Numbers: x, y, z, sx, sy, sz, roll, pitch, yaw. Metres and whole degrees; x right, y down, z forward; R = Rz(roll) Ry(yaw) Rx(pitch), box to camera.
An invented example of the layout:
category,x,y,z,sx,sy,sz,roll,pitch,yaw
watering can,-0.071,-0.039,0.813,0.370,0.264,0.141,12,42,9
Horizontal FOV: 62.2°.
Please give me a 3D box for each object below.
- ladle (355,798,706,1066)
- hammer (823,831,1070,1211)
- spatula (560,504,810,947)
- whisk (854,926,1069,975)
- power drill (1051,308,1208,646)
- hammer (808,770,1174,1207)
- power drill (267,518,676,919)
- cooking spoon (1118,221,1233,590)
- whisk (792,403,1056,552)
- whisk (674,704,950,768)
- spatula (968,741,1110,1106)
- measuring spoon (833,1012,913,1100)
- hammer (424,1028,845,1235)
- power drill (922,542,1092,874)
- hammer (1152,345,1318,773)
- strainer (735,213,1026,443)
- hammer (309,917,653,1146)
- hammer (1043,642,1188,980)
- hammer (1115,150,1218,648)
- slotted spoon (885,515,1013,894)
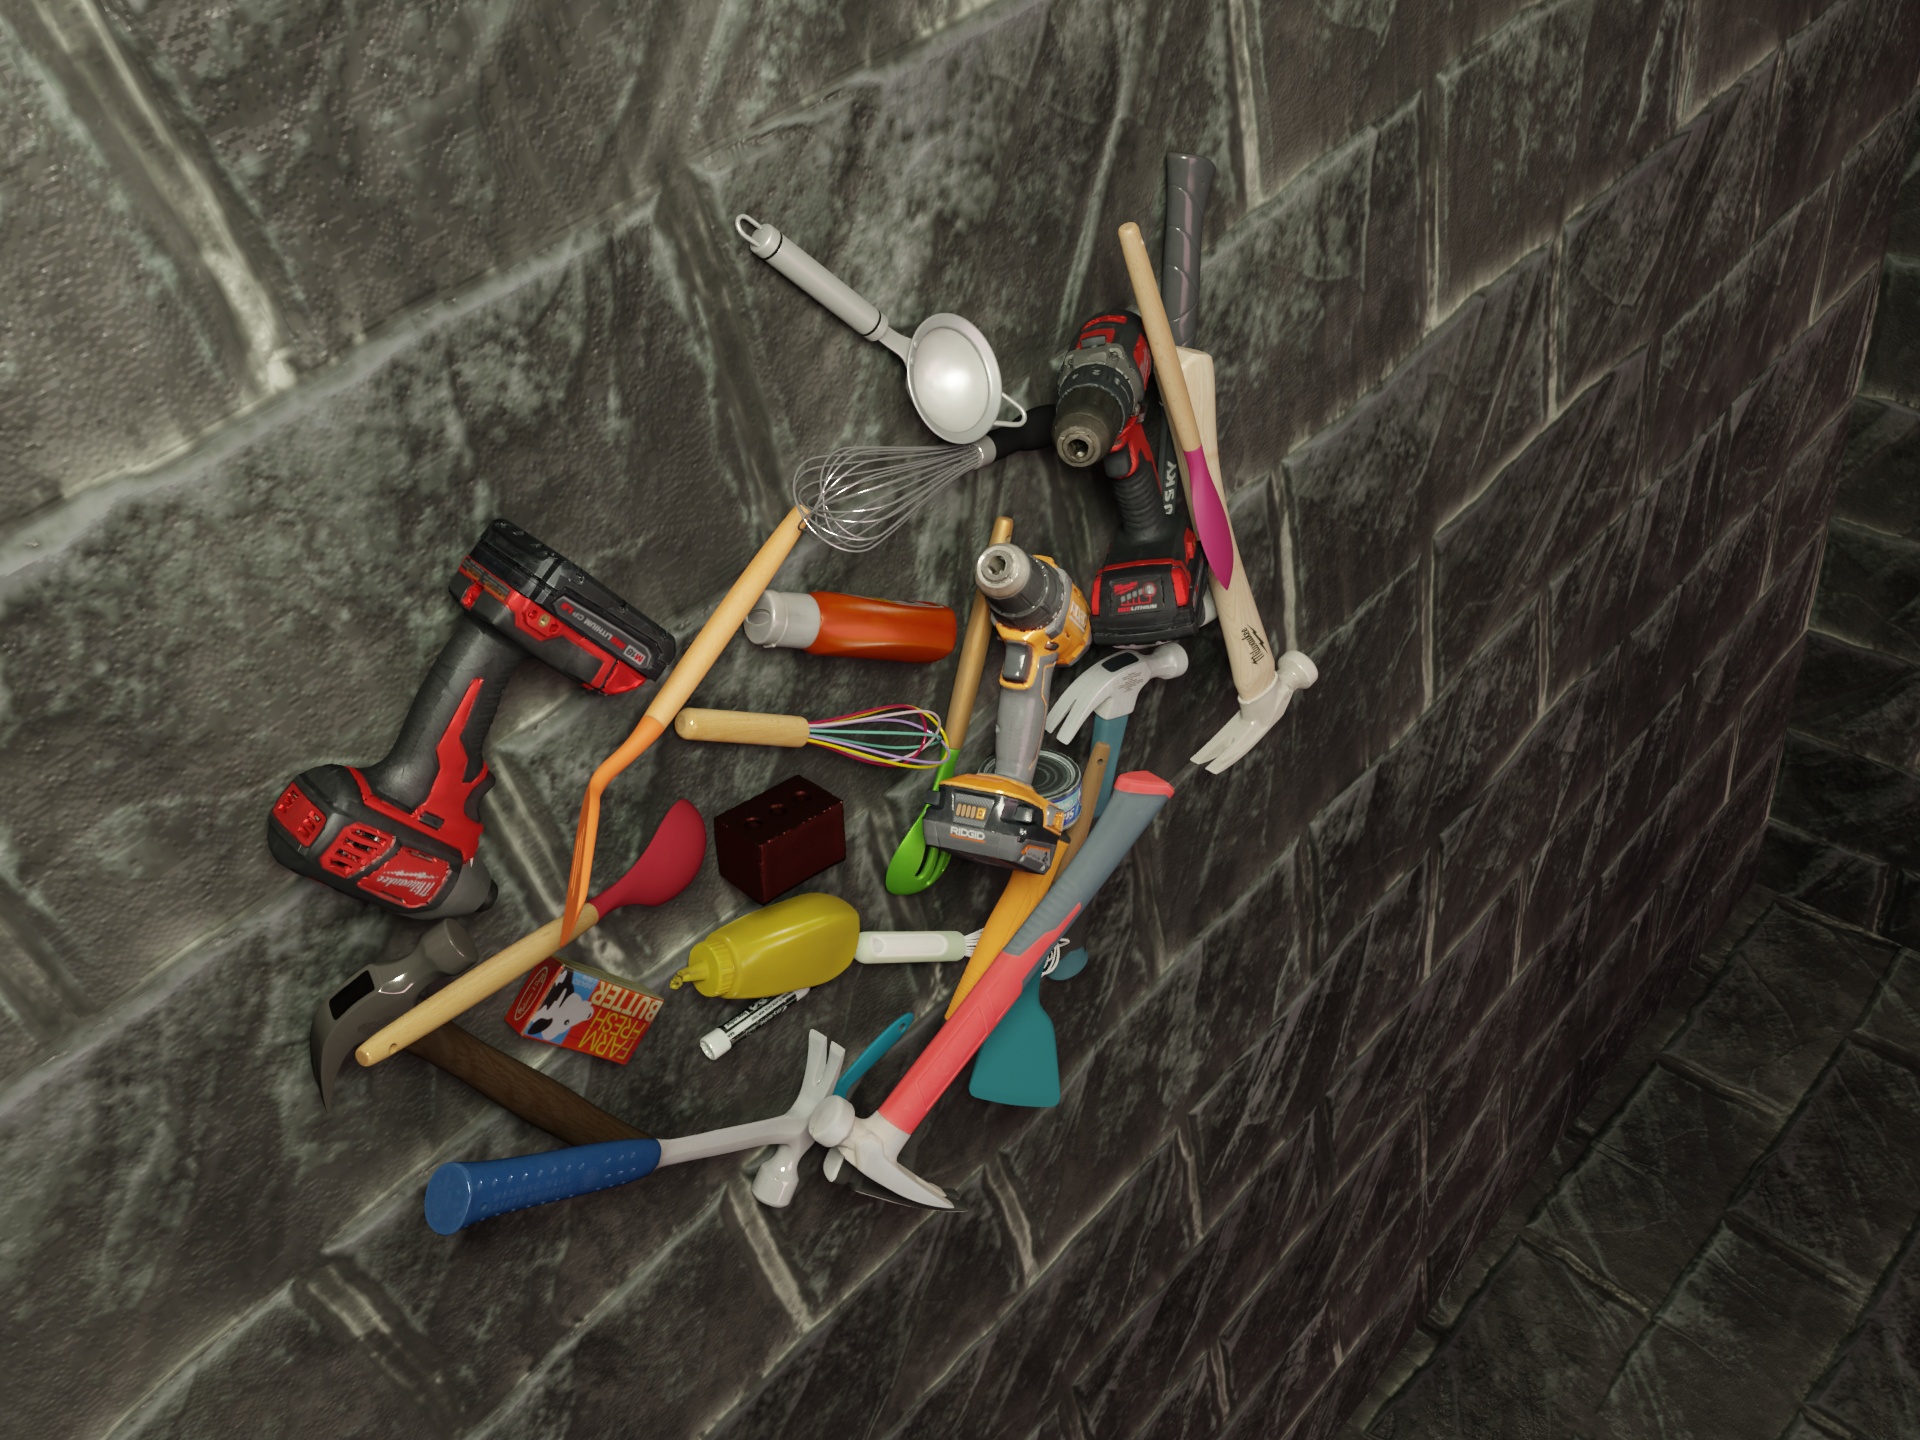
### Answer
category,x,y,z,sx,sy,sz,roll,pitch,yaw
ladle,-0.237,0.124,0.943,0.315,0.031,0.069,-35,138,-58
hammer,0.012,0.240,1.297,0.127,0.034,0.337,23,95,-23
spatula,-0.165,-0.011,0.962,0.323,0.041,0.081,-60,-174,-30
whisk,0.002,0.189,1.330,0.246,0.059,0.058,8,68,-46
power drill,0.117,-0.164,1.149,0.188,0.080,0.226,-69,148,-53
hammer,0.051,0.207,1.262,0.143,0.038,0.386,40,86,-27
power drill,-0.268,0.011,0.894,0.220,0.079,0.143,-55,142,-5
cooking spoon,0.164,-0.222,1.168,0.069,0.017,0.318,-75,150,-42
whisk,-0.008,-0.175,1.088,0.284,0.070,0.070,-29,132,-44
whisk,-0.098,0.006,1.117,0.244,0.051,0.047,5,87,-46
spatula,0.080,0.170,1.326,0.082,0.044,0.317,11,105,-14
measuring spoon,-0.078,0.293,1.317,0.128,0.021,0.042,-44,139,-20
hammer,-0.208,0.296,1.105,0.405,0.035,0.144,15,99,-63
power drill,0.036,-0.011,1.159,0.185,0.084,0.226,34,67,-69
hammer,0.212,-0.129,1.327,0.146,0.038,0.410,-43,136,-19
strainer,-0.052,-0.248,1.012,0.258,0.050,0.087,28,68,-46
hammer,-0.288,0.234,1.016,0.130,0.031,0.331,-34,144,-2
hammer,0.115,0.090,1.389,0.128,0.033,0.330,-15,127,-33
hammer,0.164,-0.241,1.267,0.149,0.036,0.408,-26,129,-36
slotted spoon,-0.002,-0.004,1.225,0.070,0.031,0.313,-7,115,-52
